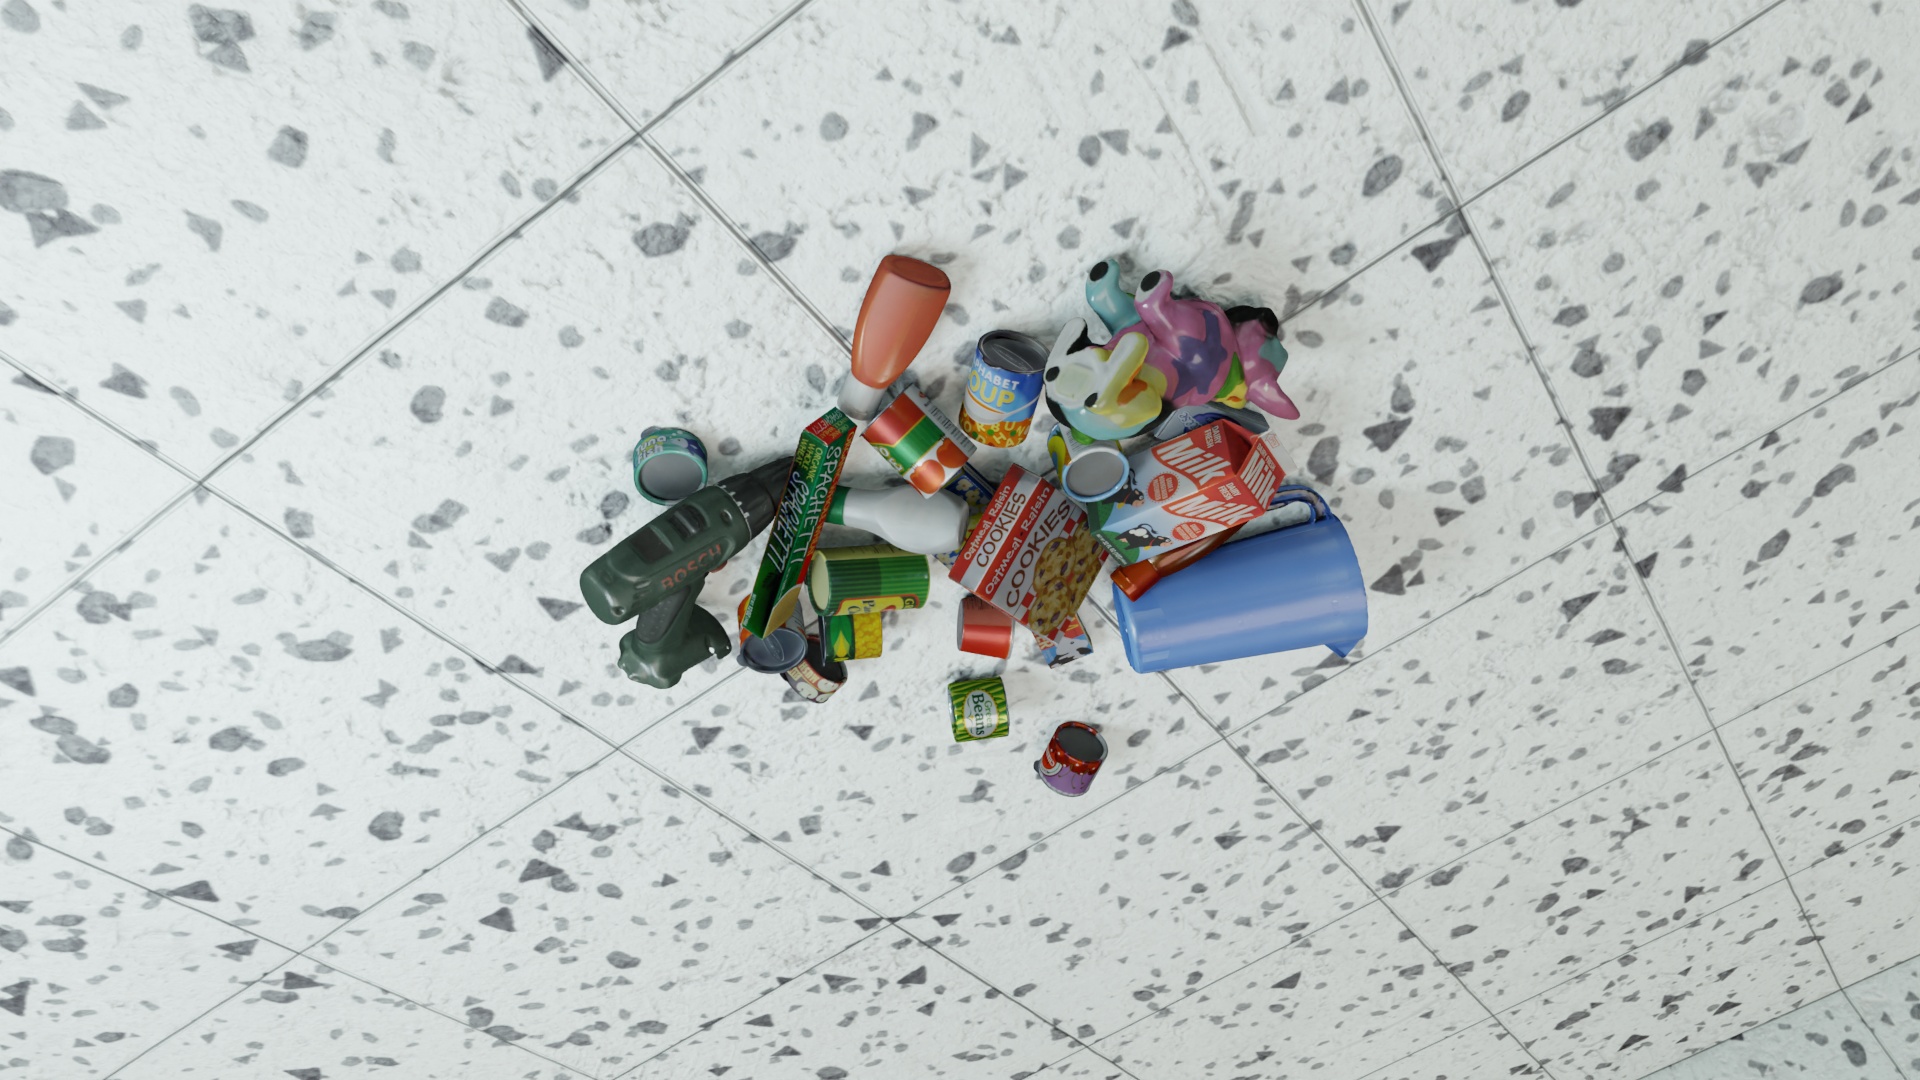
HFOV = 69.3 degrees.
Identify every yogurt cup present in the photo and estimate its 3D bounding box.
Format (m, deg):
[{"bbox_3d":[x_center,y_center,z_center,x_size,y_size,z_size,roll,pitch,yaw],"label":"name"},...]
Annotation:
[{"bbox_3d":[0.026,0.088,1.425,0.054,0.073,0.072,4,130,-6],"label":"yogurt cup"}]

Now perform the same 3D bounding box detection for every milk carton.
[{"bbox_3d":[0.218,-0.051,1.312,0.190,0.074,0.072,-22,140,23],"label":"milk carton"}]

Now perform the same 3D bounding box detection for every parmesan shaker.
[{"bbox_3d":[-0.090,0.037,1.339,0.103,0.071,0.071,-4,133,-26],"label":"parmesan shaker"}]

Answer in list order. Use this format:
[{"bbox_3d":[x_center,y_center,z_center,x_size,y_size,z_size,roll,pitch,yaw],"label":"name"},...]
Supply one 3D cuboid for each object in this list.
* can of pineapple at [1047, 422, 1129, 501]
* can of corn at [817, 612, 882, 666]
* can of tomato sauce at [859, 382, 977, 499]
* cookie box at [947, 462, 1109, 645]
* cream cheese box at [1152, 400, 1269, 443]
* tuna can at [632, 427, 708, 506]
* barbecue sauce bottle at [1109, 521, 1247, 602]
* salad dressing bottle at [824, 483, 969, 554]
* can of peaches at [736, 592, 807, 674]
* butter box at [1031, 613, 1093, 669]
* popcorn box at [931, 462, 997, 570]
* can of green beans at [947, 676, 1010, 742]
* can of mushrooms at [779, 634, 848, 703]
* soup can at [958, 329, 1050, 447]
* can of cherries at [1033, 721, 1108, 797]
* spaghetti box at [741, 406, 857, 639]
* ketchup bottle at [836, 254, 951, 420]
[{"bbox_3d":[0.120,-0.077,1.305,0.071,0.058,0.070,-7,132,-8],"label":"can of pineapple"},{"bbox_3d":[-0.111,0.090,1.390,0.058,0.071,0.070,-4,132,-10],"label":"can of corn"},{"bbox_3d":[-0.038,-0.086,1.230,0.083,0.071,0.071,45,113,-5],"label":"can of tomato sauce"},{"bbox_3d":[0.071,0.016,1.323,0.167,0.040,0.123,35,84,-52],"label":"cookie box"},{"bbox_3d":[0.239,-0.110,1.328,0.104,0.024,0.053,16,127,-26],"label":"cream cheese box"},{"bbox_3d":[-0.260,-0.067,1.240,0.071,0.033,0.070,-7,132,-8],"label":"tuna can"},{"bbox_3d":[0.214,-0.001,1.367,0.148,0.065,0.043,-41,142,0],"label":"barbecue sauce bottle"},{"bbox_3d":[-0.068,-0.026,1.281,0.148,0.044,0.064,10,90,11],"label":"salad dressing bottle"},{"bbox_3d":[-0.190,0.090,1.378,0.071,0.058,0.070,-7,133,-7],"label":"can of peaches"},{"bbox_3d":[0.101,0.090,1.471,0.053,0.024,0.103,-23,132,6],"label":"butter box"},{"bbox_3d":[0.005,-0.017,1.344,0.085,0.038,0.126,-36,129,16],"label":"popcorn box"},{"bbox_3d":[0.019,0.183,1.505,0.058,0.071,0.071,-7,132,-7],"label":"can of green beans"},{"bbox_3d":[-0.150,0.130,1.416,0.071,0.071,0.033,32,117,-34],"label":"can of mushrooms"},{"bbox_3d":[0.036,-0.133,1.228,0.071,0.072,0.083,3,130,-16],"label":"soup can"},{"bbox_3d":[0.126,0.249,1.590,0.071,0.072,0.058,8,128,-20],"label":"can of cherries"},{"bbox_3d":[-0.149,-0.011,1.259,0.029,0.050,0.248,33,129,12],"label":"spaghetti box"},{"bbox_3d":[-0.064,-0.170,1.189,0.065,0.044,0.148,13,127,-22],"label":"ketchup bottle"}]
